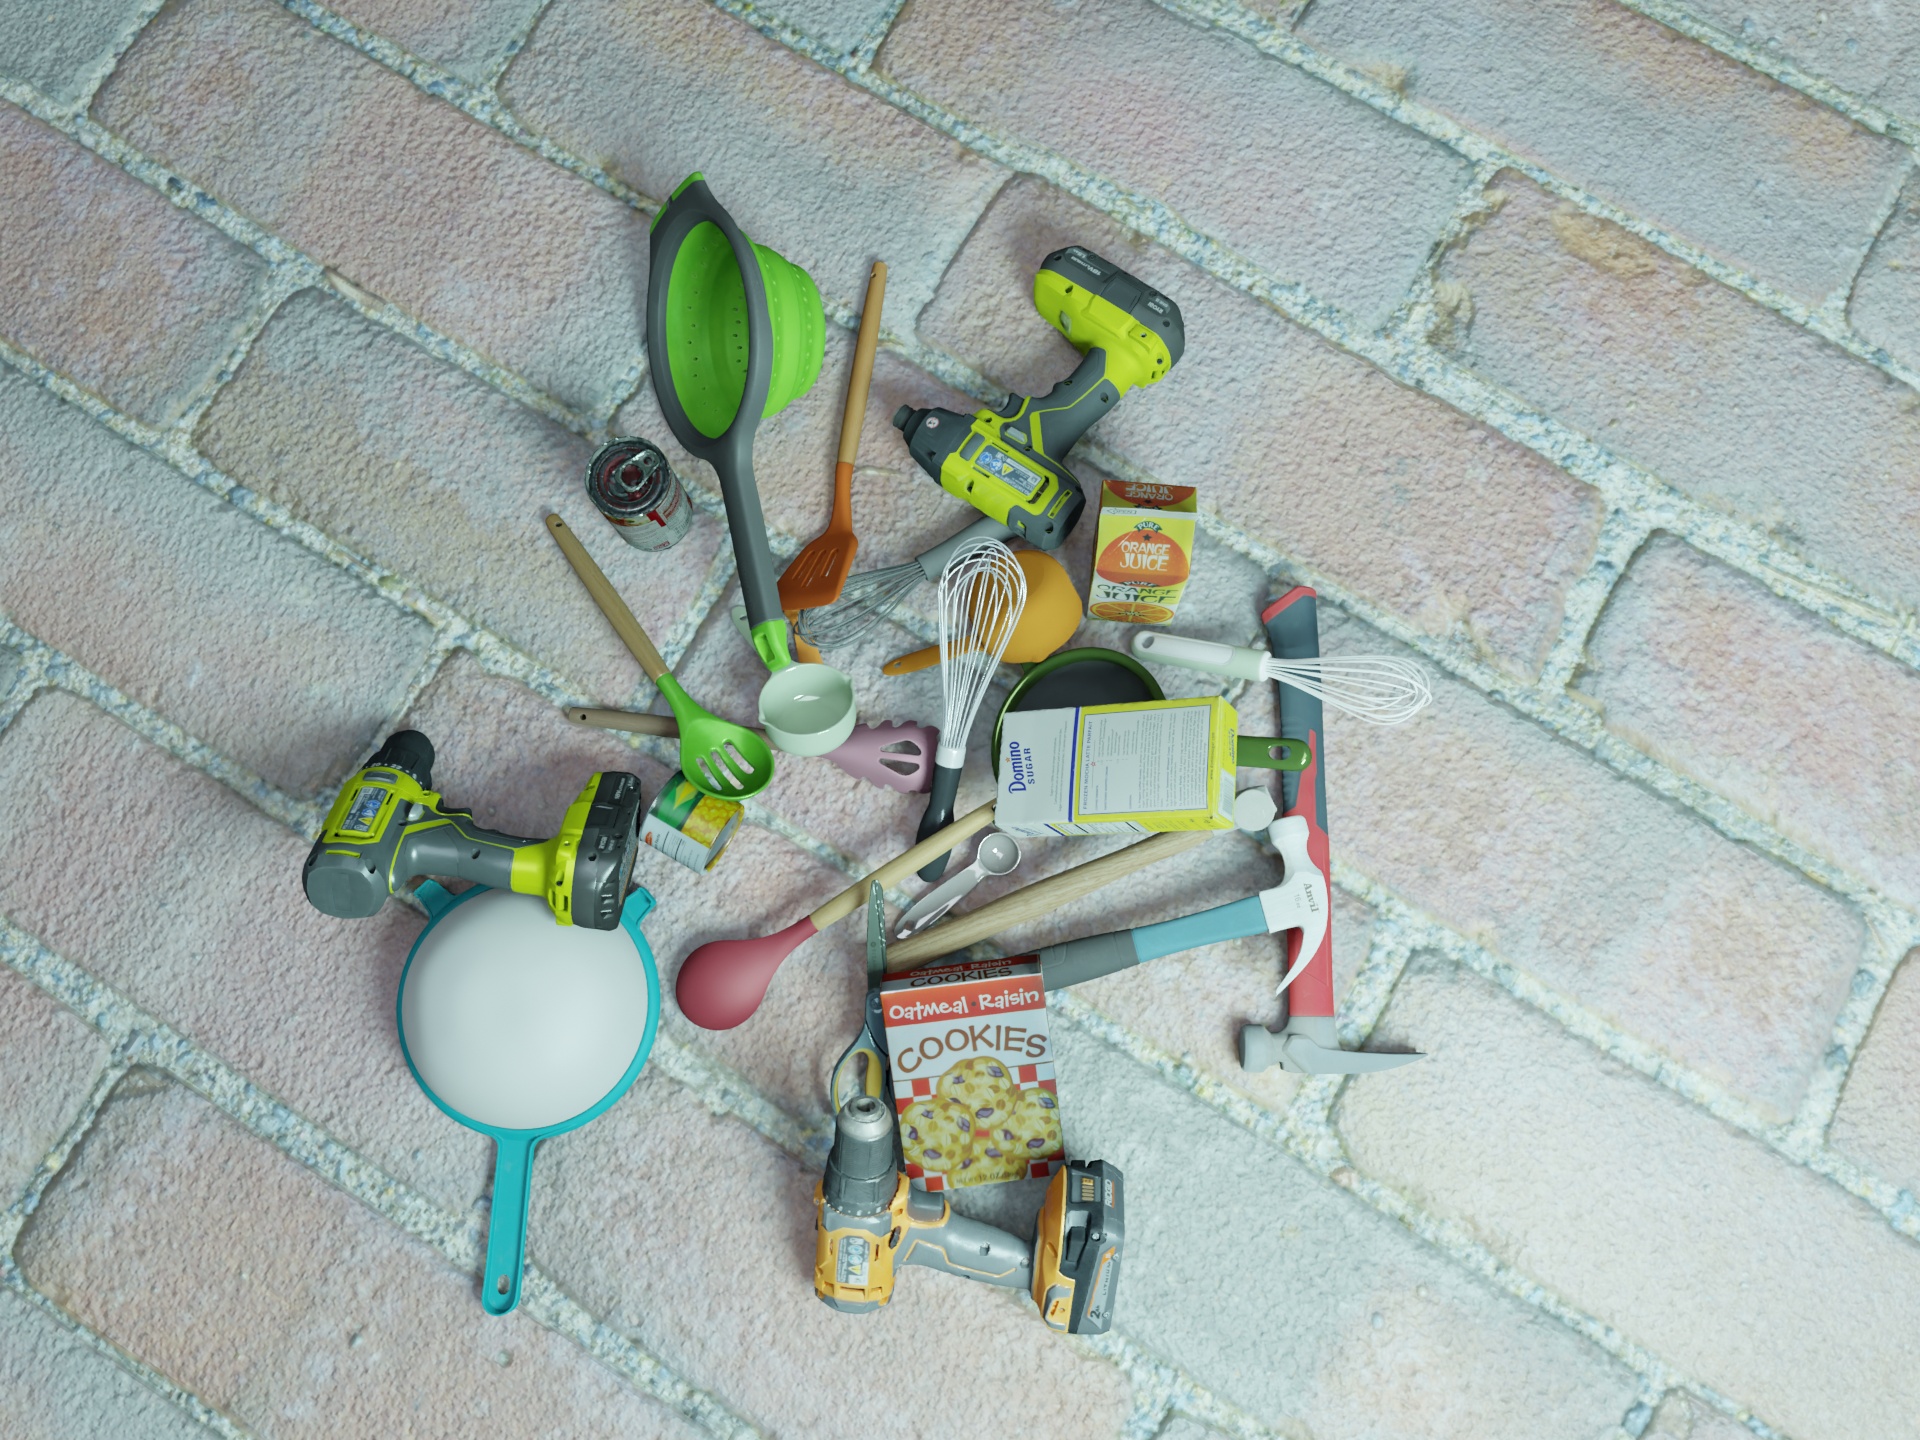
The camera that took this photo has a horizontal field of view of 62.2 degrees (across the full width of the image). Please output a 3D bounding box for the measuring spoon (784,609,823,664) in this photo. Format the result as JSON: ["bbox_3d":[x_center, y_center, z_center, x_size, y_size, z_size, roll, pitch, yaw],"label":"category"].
[{"bbox_3d":[-0.123,-0.047,1.311,0.021,0.011,0.117,-16,81,-2],"label":"measuring spoon"}]

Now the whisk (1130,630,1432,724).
[{"bbox_3d":[0.247,-0.041,1.249,0.246,0.059,0.058,12,71,28],"label":"whisk"}]

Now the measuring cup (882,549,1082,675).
[{"bbox_3d":[0.009,-0.082,1.281,0.173,0.052,0.095,-19,45,10],"label":"measuring cup"}]

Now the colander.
[{"bbox_3d":[-0.157,-0.238,1.289,0.094,0.204,0.397,-9,83,-33],"label":"colander"}]

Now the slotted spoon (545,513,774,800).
[{"bbox_3d":[-0.252,-0.054,1.289,0.070,0.031,0.314,-29,70,-26],"label":"slotted spoon"}]

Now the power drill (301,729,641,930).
[{"bbox_3d":[-0.368,0.081,1.232,0.228,0.191,0.080,7,124,-4],"label":"power drill"}]

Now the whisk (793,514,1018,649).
[{"bbox_3d":[-0.030,-0.125,1.307,0.239,0.055,0.055,-30,81,-8],"label":"whisk"}]

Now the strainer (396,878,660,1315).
[{"bbox_3d":[-0.348,0.282,1.216,0.211,0.095,0.340,2,79,1],"label":"strainer"}]

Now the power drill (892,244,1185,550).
[{"bbox_3d":[0.066,-0.270,1.303,0.171,0.080,0.223,34,78,10],"label":"power drill"}]

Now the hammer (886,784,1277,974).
[{"bbox_3d":[0.088,0.126,1.236,0.331,0.130,0.031,-24,86,8],"label":"hammer"}]

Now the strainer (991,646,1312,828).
[{"bbox_3d":[0.151,0.025,1.234,0.256,0.069,0.151,4,75,27],"label":"strainer"}]

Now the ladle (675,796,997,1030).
[{"bbox_3d":[-0.092,0.145,1.244,0.315,0.031,0.069,-33,86,4],"label":"ladle"}]

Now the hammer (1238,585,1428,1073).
[{"bbox_3d":[0.290,0.084,1.266,0.143,0.038,0.386,0,80,0],"label":"hammer"}]

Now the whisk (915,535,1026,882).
[{"bbox_3d":[-0.003,-0.004,1.236,0.070,0.070,0.284,12,108,3],"label":"whisk"}]

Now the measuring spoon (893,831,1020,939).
[{"bbox_3d":[-0.004,0.134,1.278,0.124,0.018,0.034,-39,93,1],"label":"measuring spoon"}]

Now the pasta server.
[{"bbox_3d":[-0.164,0.015,1.294,0.316,0.040,0.060,7,89,7],"label":"pasta server"}]

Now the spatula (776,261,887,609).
[{"bbox_3d":[-0.098,-0.240,1.329,0.081,0.041,0.323,-1,75,36],"label":"spatula"}]

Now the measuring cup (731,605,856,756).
[{"bbox_3d":[-0.143,-0.033,1.286,0.083,0.038,0.168,-26,51,-18],"label":"measuring cup"}]

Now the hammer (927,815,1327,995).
[{"bbox_3d":[0.122,0.177,1.233,0.331,0.033,0.128,-16,75,7],"label":"hammer"}]

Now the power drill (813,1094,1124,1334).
[{"bbox_3d":[0.005,0.360,1.167,0.226,0.084,0.185,5,118,2],"label":"power drill"}]
